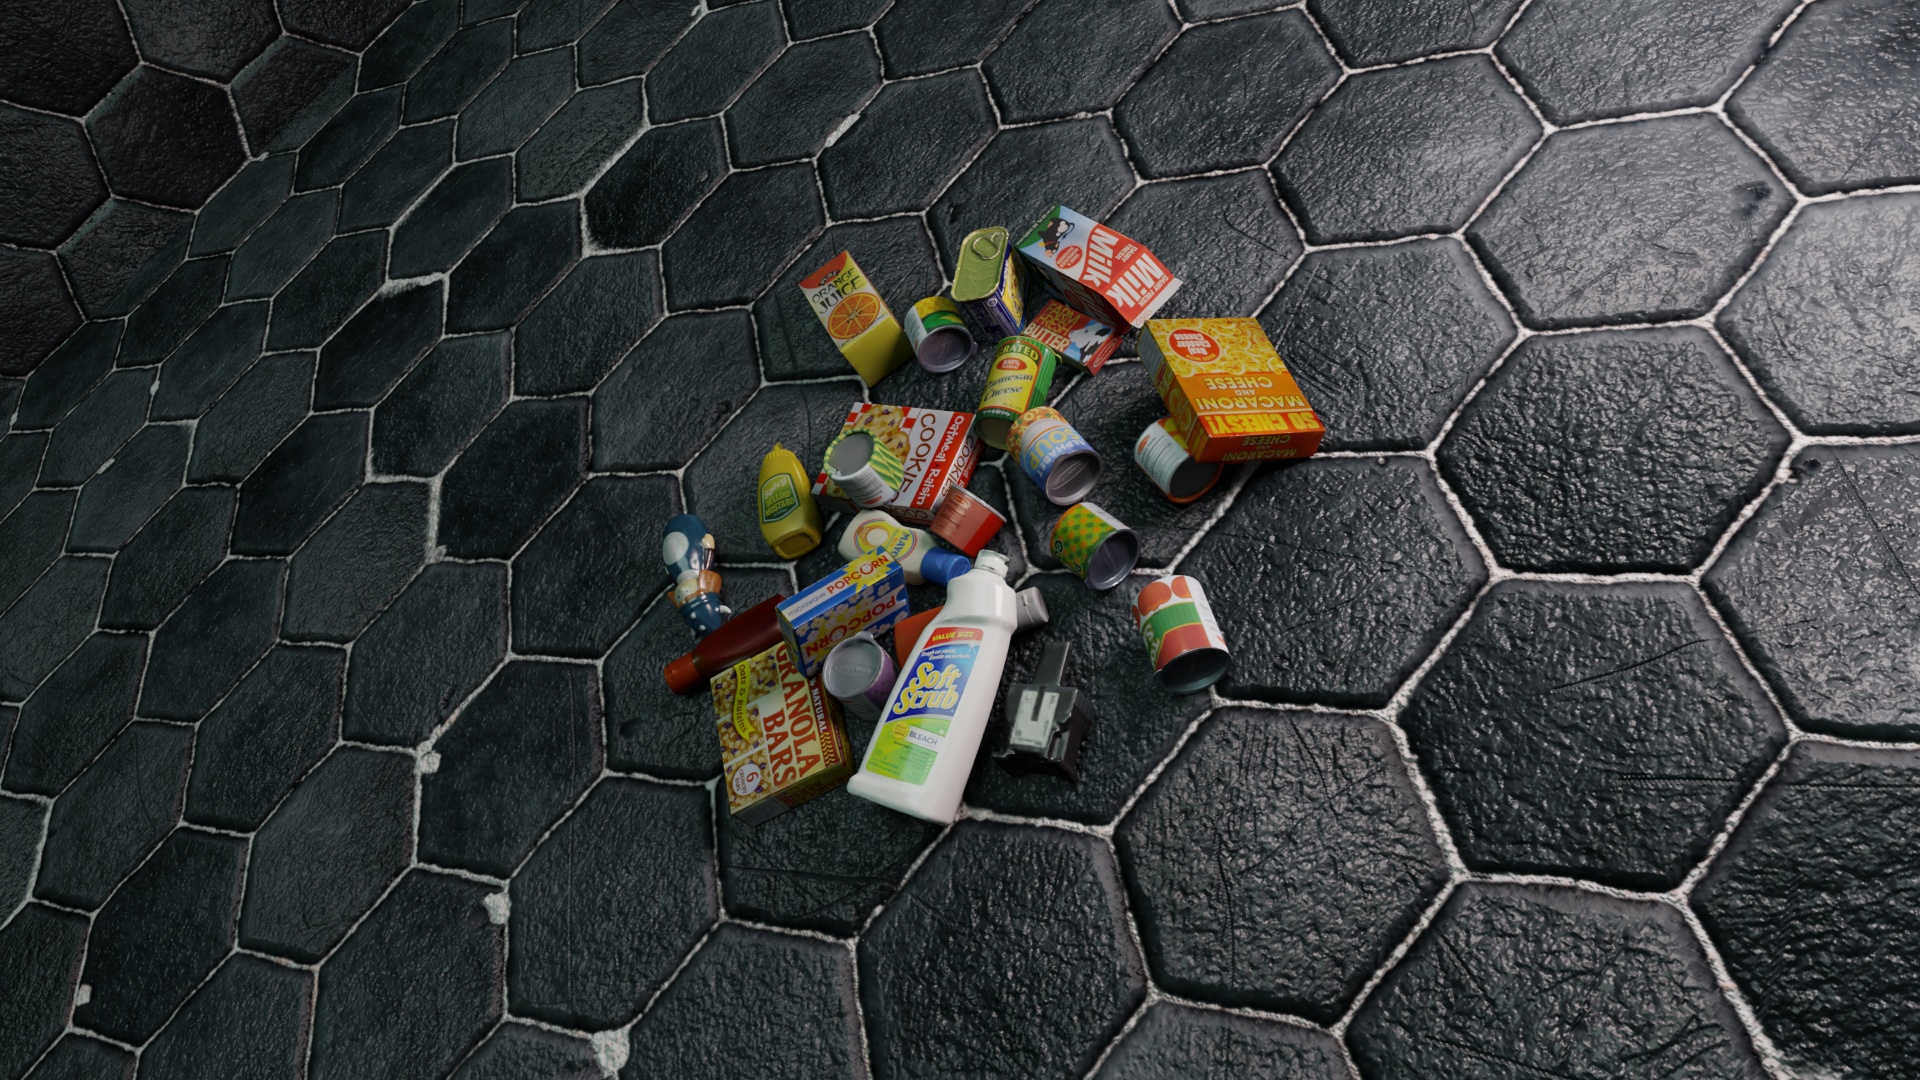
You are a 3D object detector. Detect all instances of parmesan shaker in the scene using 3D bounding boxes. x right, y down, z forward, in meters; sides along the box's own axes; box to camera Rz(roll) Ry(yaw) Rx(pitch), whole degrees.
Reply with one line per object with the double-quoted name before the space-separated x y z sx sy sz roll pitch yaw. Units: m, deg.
"parmesan shaker" 0.060 -0.154 1.460 0.071 0.071 0.103 1 60 30

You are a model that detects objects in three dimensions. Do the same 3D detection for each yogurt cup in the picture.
"yogurt cup" 0.005 -0.018 1.401 0.072 0.072 0.054 32 87 40

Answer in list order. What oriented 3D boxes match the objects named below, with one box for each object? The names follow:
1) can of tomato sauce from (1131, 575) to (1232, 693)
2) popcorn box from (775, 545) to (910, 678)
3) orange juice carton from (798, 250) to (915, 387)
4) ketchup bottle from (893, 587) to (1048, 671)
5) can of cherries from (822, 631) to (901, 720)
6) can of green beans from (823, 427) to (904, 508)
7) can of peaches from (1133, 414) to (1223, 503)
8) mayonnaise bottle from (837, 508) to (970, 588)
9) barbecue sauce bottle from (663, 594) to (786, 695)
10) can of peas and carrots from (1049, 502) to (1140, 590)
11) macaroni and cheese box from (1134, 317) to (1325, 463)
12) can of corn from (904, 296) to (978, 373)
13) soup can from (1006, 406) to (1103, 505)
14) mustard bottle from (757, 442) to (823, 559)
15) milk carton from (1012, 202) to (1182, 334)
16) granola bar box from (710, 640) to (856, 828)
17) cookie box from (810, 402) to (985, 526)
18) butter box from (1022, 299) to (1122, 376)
"can of tomato sauce" 0.192 0.083 1.223 0.071 0.071 0.083 -26 49 12
"popcorn box" -0.115 0.071 1.365 0.127 0.084 0.038 -30 53 -20
"orange juice carton" -0.129 -0.274 1.644 0.072 0.073 0.193 -36 48 4
"ketchup bottle" 0.010 0.086 1.339 0.148 0.043 0.065 -21 57 16
"can of cherries" -0.091 0.133 1.355 0.071 0.058 0.072 -16 53 21
"can of green beans" -0.101 -0.076 1.449 0.071 0.057 0.071 -16 53 22
"can of peaches" 0.210 -0.078 1.325 0.071 0.071 0.058 -38 49 2
"mayonnaise bottle" -0.056 0.013 1.428 0.148 0.041 0.065 19 69 38
"barbecue sauce bottle" -0.242 0.115 1.463 0.148 0.043 0.065 -28 42 11
"can of peas and carrots" 0.125 0.007 1.313 0.071 0.070 0.059 -47 48 -6
"macaroni and cheese box" 0.254 -0.144 1.321 0.124 0.040 0.167 -4 48 -18
"can of corn" -0.022 -0.232 1.561 0.071 0.071 0.058 -31 49 8
"soup can" 0.092 -0.087 1.392 0.071 0.071 0.084 -39 48 1
"mustard bottle" -0.196 -0.054 1.547 0.065 0.048 0.161 -26 50 10
"milk carton" 0.151 -0.287 1.494 0.072 0.073 0.191 -47 49 -6
"granola bar box" -0.179 0.184 1.383 0.124 0.039 0.166 -27 50 11
"cookie box" -0.065 -0.083 1.500 0.167 0.040 0.123 9 64 35
"butter box" 0.119 -0.220 1.498 0.053 0.024 0.104 -50 49 -8
